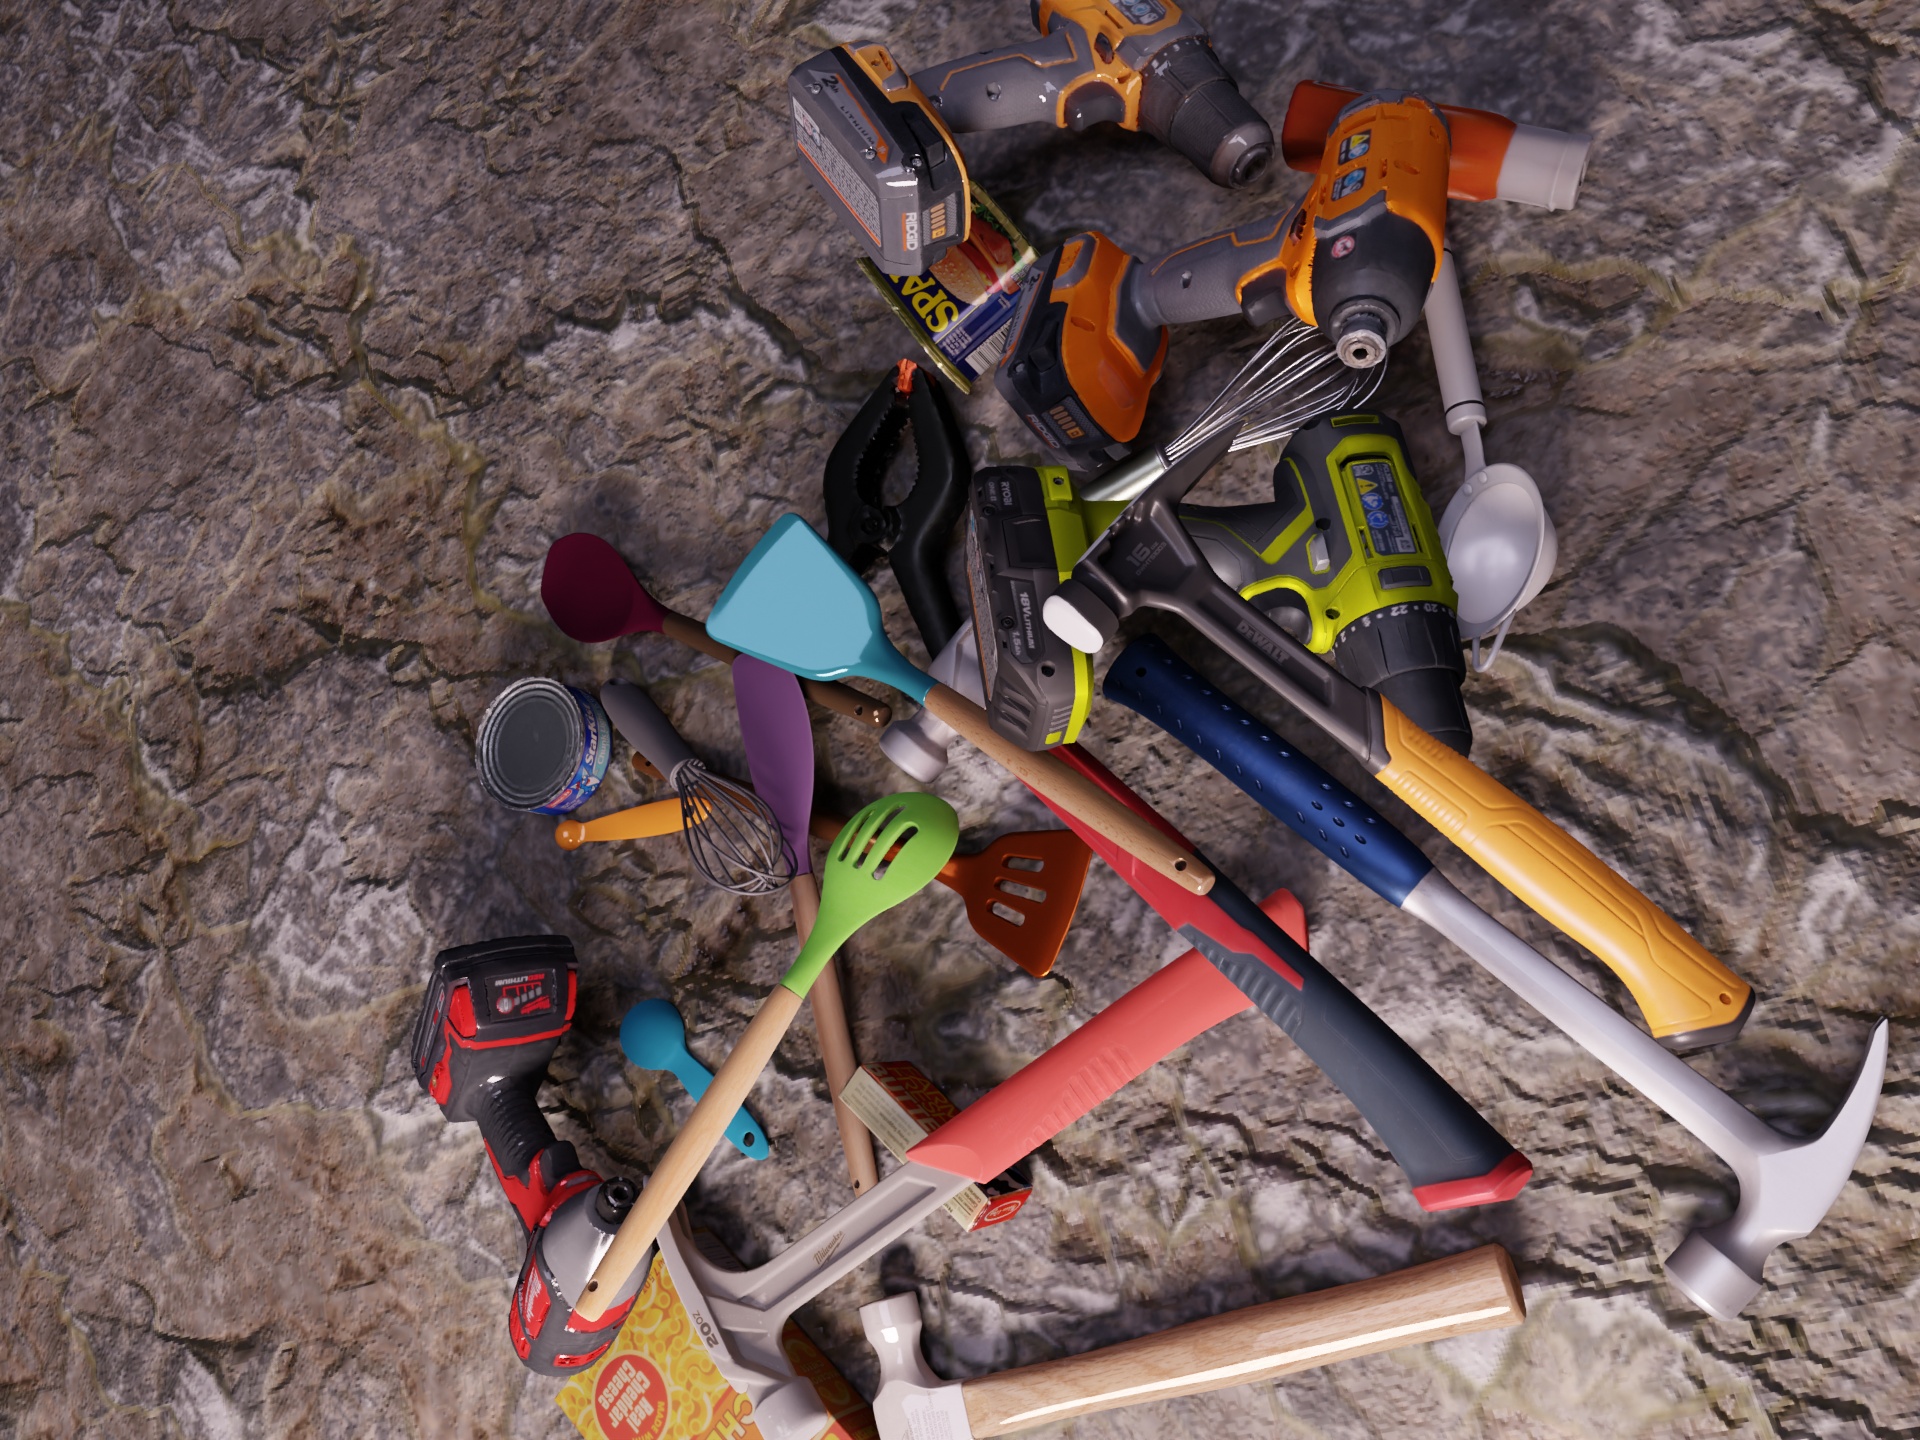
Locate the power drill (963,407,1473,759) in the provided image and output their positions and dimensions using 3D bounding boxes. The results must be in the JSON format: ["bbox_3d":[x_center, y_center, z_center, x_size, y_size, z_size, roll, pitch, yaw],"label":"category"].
[{"bbox_3d":[0.124,-0.052,0.757,0.228,0.080,0.191,-5,64,-7],"label":"power drill"}]

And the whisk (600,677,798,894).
[{"bbox_3d":[-0.162,0.033,0.922,0.055,0.055,0.239,-56,43,6],"label":"whisk"}]

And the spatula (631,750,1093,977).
[{"bbox_3d":[-0.068,0.061,0.903,0.323,0.041,0.081,16,82,29],"label":"spatula"}]

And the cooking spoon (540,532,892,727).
[{"bbox_3d":[-0.158,-0.051,0.958,0.319,0.017,0.068,23,102,37],"label":"cooking spoon"}]

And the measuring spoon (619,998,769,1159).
[{"bbox_3d":[-0.157,0.210,0.925,0.129,0.021,0.042,39,97,28],"label":"measuring spoon"}]

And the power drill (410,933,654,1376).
[{"bbox_3d":[-0.232,0.232,0.881,0.220,0.078,0.143,57,135,35],"label":"power drill"}]

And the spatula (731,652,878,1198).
[{"bbox_3d":[-0.082,0.111,0.885,0.060,0.018,0.316,-18,81,43],"label":"spatula"}]

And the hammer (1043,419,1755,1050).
[{"bbox_3d":[0.201,0.014,0.687,0.337,0.034,0.127,40,72,6],"label":"hammer"}]

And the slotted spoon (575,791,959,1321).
[{"bbox_3d":[-0.099,0.161,0.810,0.070,0.031,0.314,19,69,38],"label":"slotted spoon"}]

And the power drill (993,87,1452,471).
[{"bbox_3d":[0.130,-0.206,0.789,0.226,0.084,0.164,-16,44,36],"label":"power drill"}]

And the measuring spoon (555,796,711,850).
[{"bbox_3d":[-0.205,0.063,0.985,0.117,0.011,0.021,-11,75,23],"label":"measuring spoon"}]

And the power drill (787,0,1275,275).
[{"bbox_3d":[0.043,-0.326,0.871,0.226,0.084,0.185,-28,64,-14],"label":"power drill"}]

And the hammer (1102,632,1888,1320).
[{"bbox_3d":[0.231,0.082,0.757,0.406,0.035,0.144,41,98,27],"label":"hammer"}]

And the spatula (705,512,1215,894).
[{"bbox_3d":[-0.001,-0.003,0.802,0.318,0.044,0.082,34,87,33],"label":"spatula"}]

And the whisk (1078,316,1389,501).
[{"bbox_3d":[0.118,-0.144,0.854,0.246,0.059,0.058,-30,91,23],"label":"whisk"}]

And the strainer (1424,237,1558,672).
[{"bbox_3d":[0.255,-0.143,0.790,0.087,0.050,0.259,136,133,-61],"label":"strainer"}]

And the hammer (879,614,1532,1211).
[{"bbox_3d":[0.119,0.070,0.756,0.143,0.038,0.387,-51,56,7],"label":"hammer"}]

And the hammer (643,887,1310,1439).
[{"bbox_3d":[0.018,0.192,0.787,0.359,0.036,0.149,-36,62,-1],"label":"hammer"}]

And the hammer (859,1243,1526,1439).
[{"bbox_3d":[0.107,0.313,0.771,0.331,0.031,0.130,-22,70,20],"label":"hammer"}]
